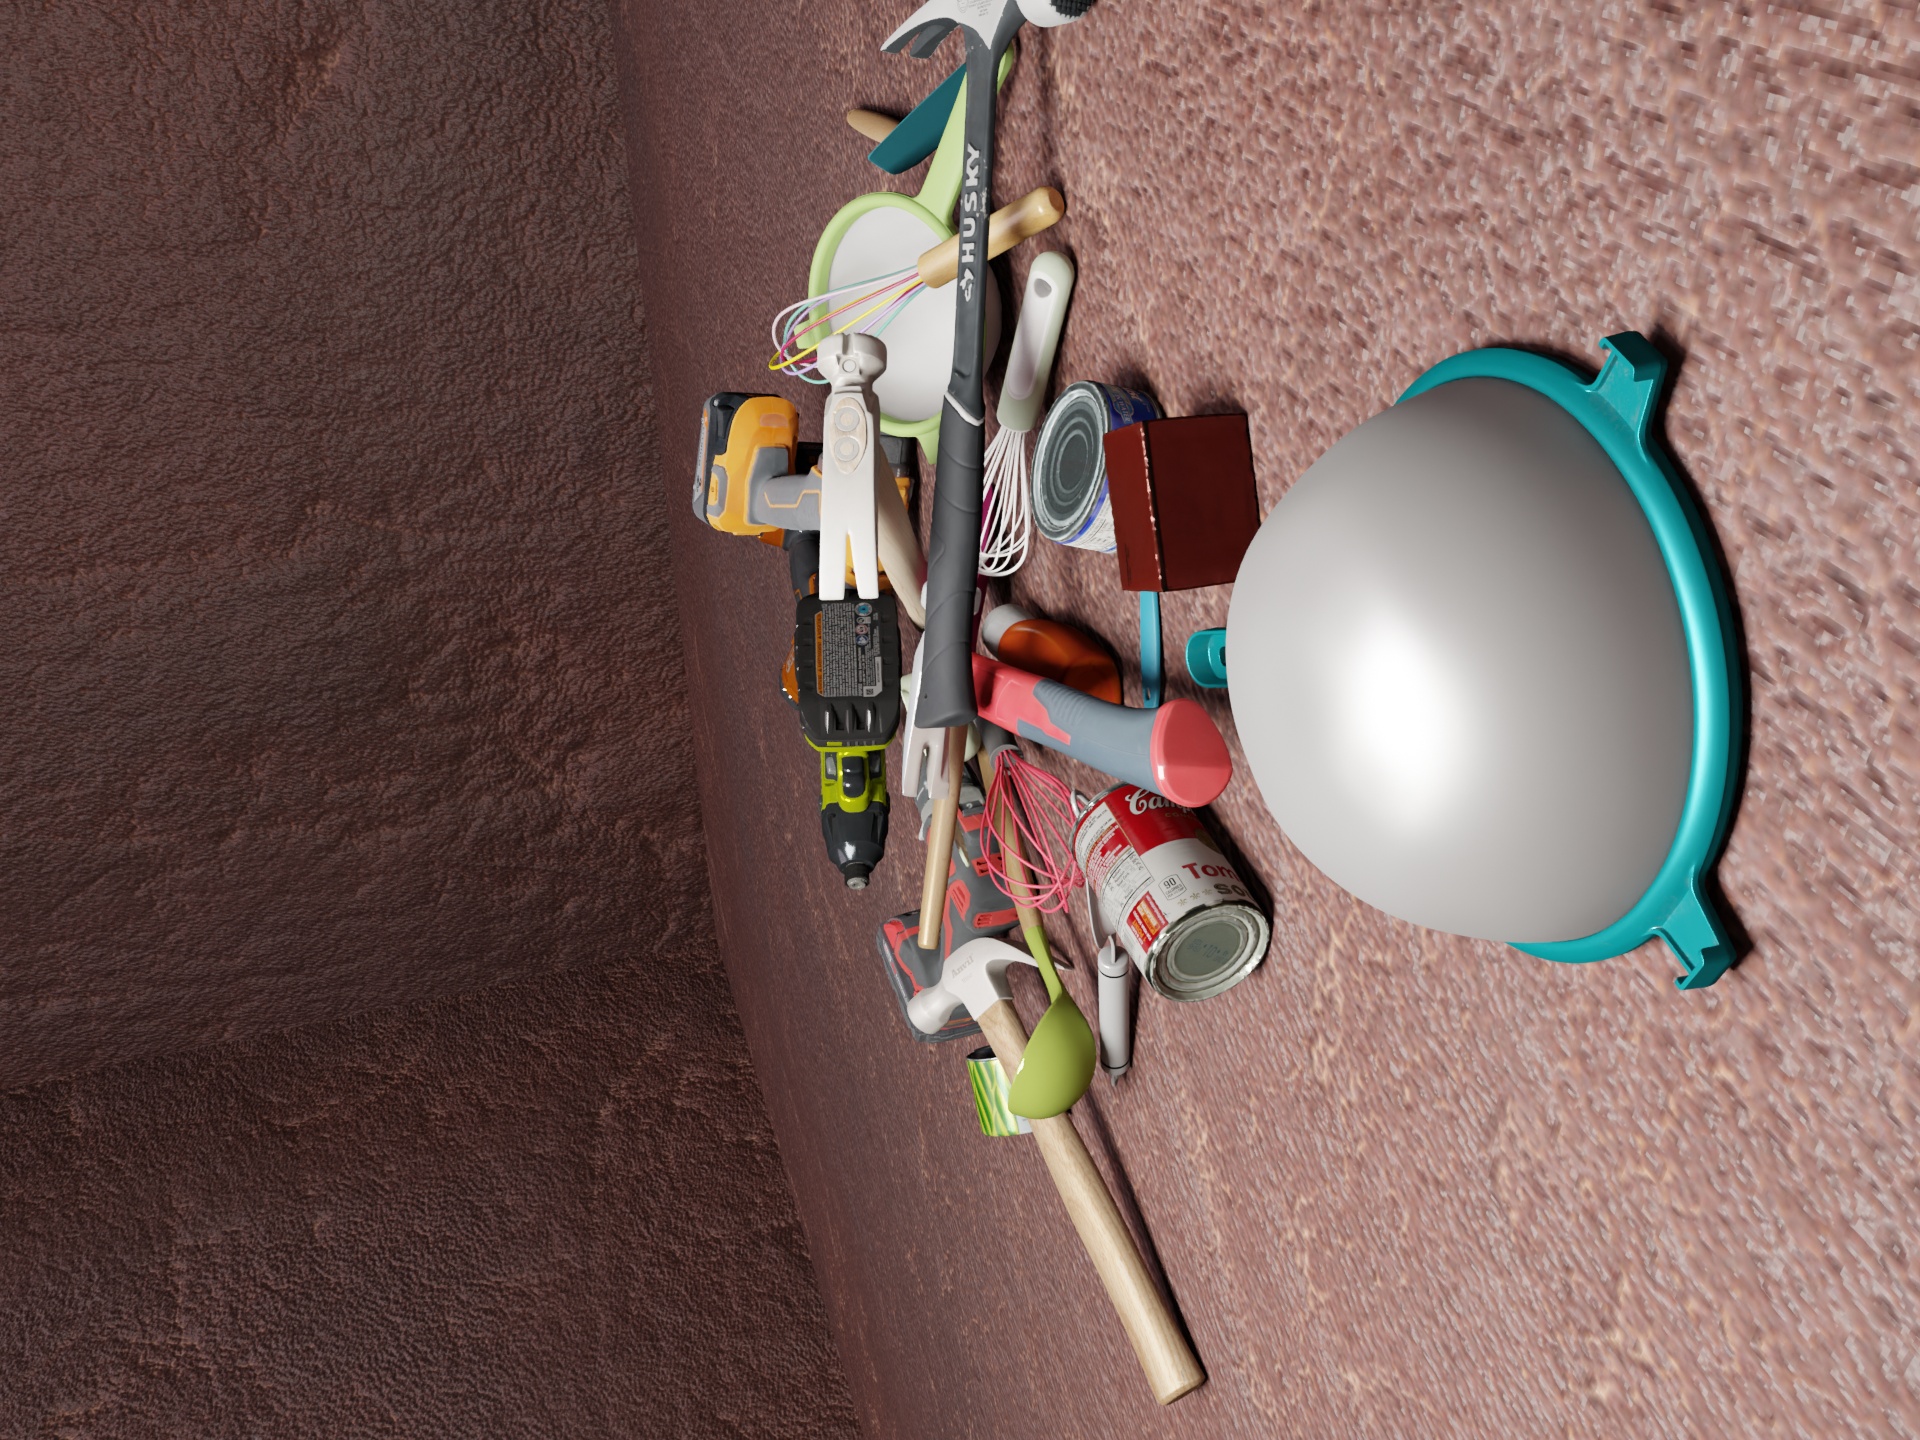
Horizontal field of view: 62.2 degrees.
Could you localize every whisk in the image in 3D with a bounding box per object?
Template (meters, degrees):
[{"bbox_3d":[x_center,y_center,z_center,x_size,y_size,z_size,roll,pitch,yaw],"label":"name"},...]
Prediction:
[{"bbox_3d":[0.032,-0.176,0.960,0.058,0.059,0.246,32,142,15],"label":"whisk"},{"bbox_3d":[0.034,0.036,1.049,0.296,0.073,0.073,-110,15,-62],"label":"whisk"},{"bbox_3d":[-0.034,-0.257,0.950,0.245,0.047,0.051,-15,96,43],"label":"whisk"}]

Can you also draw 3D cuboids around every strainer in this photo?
[{"bbox_3d":[-0.006,-0.299,0.985,0.152,0.069,0.256,44,131,22],"label":"strainer"},{"bbox_3d":[0.131,-0.017,0.598,0.340,0.095,0.211,-171,71,-73],"label":"strainer"},{"bbox_3d":[0.094,0.138,0.952,0.087,0.050,0.258,-76,-15,-47],"label":"strainer"}]

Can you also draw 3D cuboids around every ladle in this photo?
[{"bbox_3d":[0.033,0.125,1.087,0.078,0.062,0.321,93,168,-46],"label":"ladle"}]

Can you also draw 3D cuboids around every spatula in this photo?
[{"bbox_3d":[-0.050,-0.414,1.096,0.044,0.082,0.318,45,-174,-27],"label":"spatula"}]

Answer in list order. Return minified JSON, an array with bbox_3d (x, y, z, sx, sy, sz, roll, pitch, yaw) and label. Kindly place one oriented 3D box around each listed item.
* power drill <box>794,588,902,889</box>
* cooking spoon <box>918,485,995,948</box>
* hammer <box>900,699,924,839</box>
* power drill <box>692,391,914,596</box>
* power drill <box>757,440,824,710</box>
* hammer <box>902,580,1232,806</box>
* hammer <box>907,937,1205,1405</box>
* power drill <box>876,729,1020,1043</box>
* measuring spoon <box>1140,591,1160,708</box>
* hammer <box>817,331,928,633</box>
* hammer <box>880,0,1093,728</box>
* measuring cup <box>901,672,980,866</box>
[{"bbox_3d":[-0.086,0.016,1.266,0.223,0.080,0.171,93,174,-56],"label":"power drill"},{"bbox_3d":[-0.002,-0.003,1.087,0.069,0.017,0.319,170,108,-76],"label":"cooking spoon"},{"bbox_3d":[-0.075,-0.030,1.466,0.406,0.035,0.144,-130,33,-62],"label":"hammer"},{"bbox_3d":[-0.123,-0.215,1.312,0.226,0.084,0.185,28,116,41],"label":"power drill"},{"bbox_3d":[-0.128,-0.141,1.445,0.164,0.084,0.227,125,140,-57],"label":"power drill"},{"bbox_3d":[0.041,0.009,0.871,0.386,0.038,0.143,-153,69,-70],"label":"hammer"},{"bbox_3d":[0.073,0.291,1.069,0.130,0.031,0.332,-47,55,28],"label":"hammer"},{"bbox_3d":[-0.011,0.128,1.258,0.226,0.080,0.188,101,151,-47],"label":"power drill"},{"bbox_3d":[0.092,-0.062,0.850,0.042,0.021,0.128,-141,45,-68],"label":"measuring spoon"},{"bbox_3d":[-0.042,-0.106,1.047,0.410,0.038,0.146,61,-151,-79],"label":"hammer"},{"bbox_3d":[-0.001,-0.193,0.872,0.149,0.036,0.409,20,110,52],"label":"hammer"},{"bbox_3d":[-0.002,0.030,1.137,0.083,0.038,0.168,58,-168,-51],"label":"measuring cup"}]
